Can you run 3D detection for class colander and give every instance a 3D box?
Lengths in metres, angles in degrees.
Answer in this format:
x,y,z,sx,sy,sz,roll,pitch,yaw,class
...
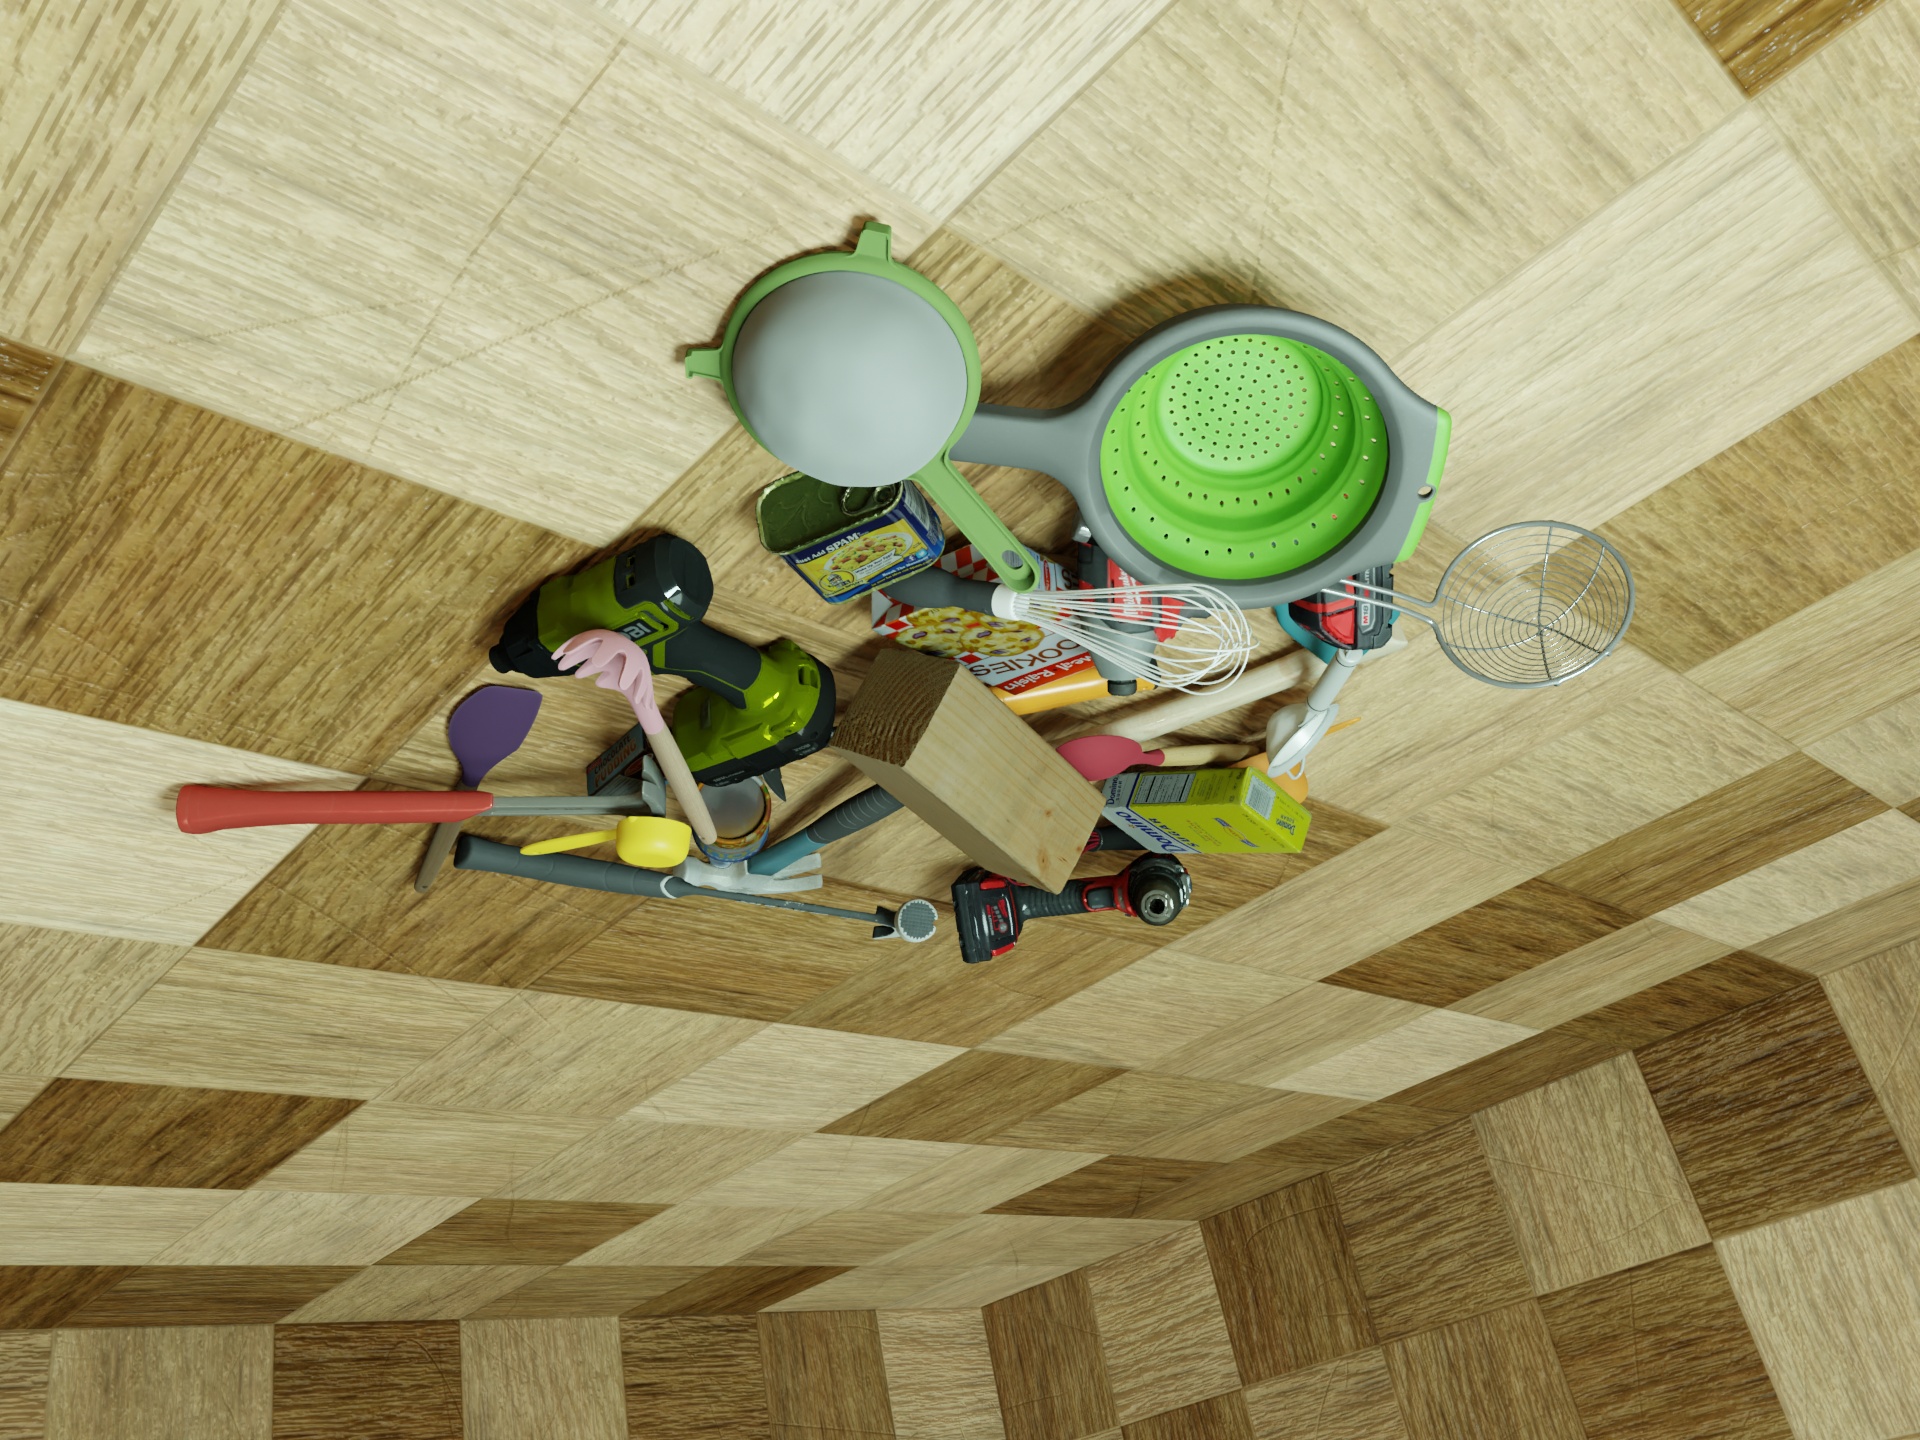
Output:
x,y,z,sx,sy,sz,roll,pitch,yaw,class
0.092,-0.187,0.986,0.397,0.095,0.204,7,129,2,colander

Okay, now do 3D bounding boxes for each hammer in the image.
x,y,z,sx,sy,sz,roll,pitch,yaw,class
-0.002,-0.004,1.300,0.337,0.034,0.127,-12,156,-4,hammer
0.180,-0.002,1.366,0.410,0.038,0.146,-20,163,7,hammer
-0.407,0.063,1.211,0.359,0.037,0.149,0,161,-8,hammer
-0.230,0.146,1.379,0.409,0.036,0.149,10,169,-9,hammer
-0.116,0.095,1.384,0.128,0.033,0.331,11,153,-37,hammer

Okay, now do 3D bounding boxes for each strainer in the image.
x,y,z,sx,sy,sz,roll,pitch,yaw,class
0.293,-0.014,1.315,0.087,0.050,0.258,-38,165,-16,strainer
-0.033,-0.148,0.922,0.151,0.069,0.256,-27,124,26,strainer

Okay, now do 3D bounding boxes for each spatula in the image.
x,y,z,sx,sy,sz,roll,pitch,yaw,class
0.189,-0.094,1.217,0.317,0.044,0.082,6,142,-27,spatula
-0.402,0.060,1.278,0.059,0.018,0.315,8,144,-27,spatula

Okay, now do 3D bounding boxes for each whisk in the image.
x,y,z,sx,sy,sz,roll,pitch,yaw,class
0.113,0.112,1.480,0.073,0.073,0.295,-32,161,30,whisk
0.058,-0.071,1.022,0.285,0.070,0.070,14,166,34,whisk

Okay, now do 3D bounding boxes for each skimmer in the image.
x,y,z,sx,sy,sz,roll,pitch,yaw,class
0.257,-0.104,1.050,0.363,0.127,0.090,12,157,-9,skimmer

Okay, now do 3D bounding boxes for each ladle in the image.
x,y,z,sx,sy,sz,roll,pitch,yaw,class
0.181,0.030,1.367,0.069,0.031,0.315,-25,166,34,ladle

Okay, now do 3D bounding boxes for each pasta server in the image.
x,y,z,sx,sy,sz,roll,pitch,yaw,class
-0.215,0.023,1.124,0.060,0.040,0.316,22,155,16,pasta server

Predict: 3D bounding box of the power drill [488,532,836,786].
x,y,z,sx,sy,sz,roll,pitch,yaw,class
-0.207,-0.037,1.133,0.171,0.080,0.223,-21,146,23,power drill

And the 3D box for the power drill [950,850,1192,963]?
x,y,z,sx,sy,sz,roll,pitch,yaw,class
0.109,0.175,1.525,0.226,0.080,0.188,-9,-178,7,power drill

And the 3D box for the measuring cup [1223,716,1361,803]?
x,y,z,sx,sy,sz,roll,pitch,yaw,class
0.307,0.049,1.461,0.095,0.052,0.173,-7,164,-42,measuring cup

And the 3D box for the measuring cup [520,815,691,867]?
x,y,z,sx,sy,sz,roll,pitch,yaw,class
-0.281,0.103,1.242,0.156,0.029,0.062,-11,156,23,measuring cup

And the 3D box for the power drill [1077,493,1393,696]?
x,y,z,sx,sy,sz,roll,pitch,yaw,class
0.189,-0.095,1.125,0.219,0.079,0.143,-6,105,-12,power drill
